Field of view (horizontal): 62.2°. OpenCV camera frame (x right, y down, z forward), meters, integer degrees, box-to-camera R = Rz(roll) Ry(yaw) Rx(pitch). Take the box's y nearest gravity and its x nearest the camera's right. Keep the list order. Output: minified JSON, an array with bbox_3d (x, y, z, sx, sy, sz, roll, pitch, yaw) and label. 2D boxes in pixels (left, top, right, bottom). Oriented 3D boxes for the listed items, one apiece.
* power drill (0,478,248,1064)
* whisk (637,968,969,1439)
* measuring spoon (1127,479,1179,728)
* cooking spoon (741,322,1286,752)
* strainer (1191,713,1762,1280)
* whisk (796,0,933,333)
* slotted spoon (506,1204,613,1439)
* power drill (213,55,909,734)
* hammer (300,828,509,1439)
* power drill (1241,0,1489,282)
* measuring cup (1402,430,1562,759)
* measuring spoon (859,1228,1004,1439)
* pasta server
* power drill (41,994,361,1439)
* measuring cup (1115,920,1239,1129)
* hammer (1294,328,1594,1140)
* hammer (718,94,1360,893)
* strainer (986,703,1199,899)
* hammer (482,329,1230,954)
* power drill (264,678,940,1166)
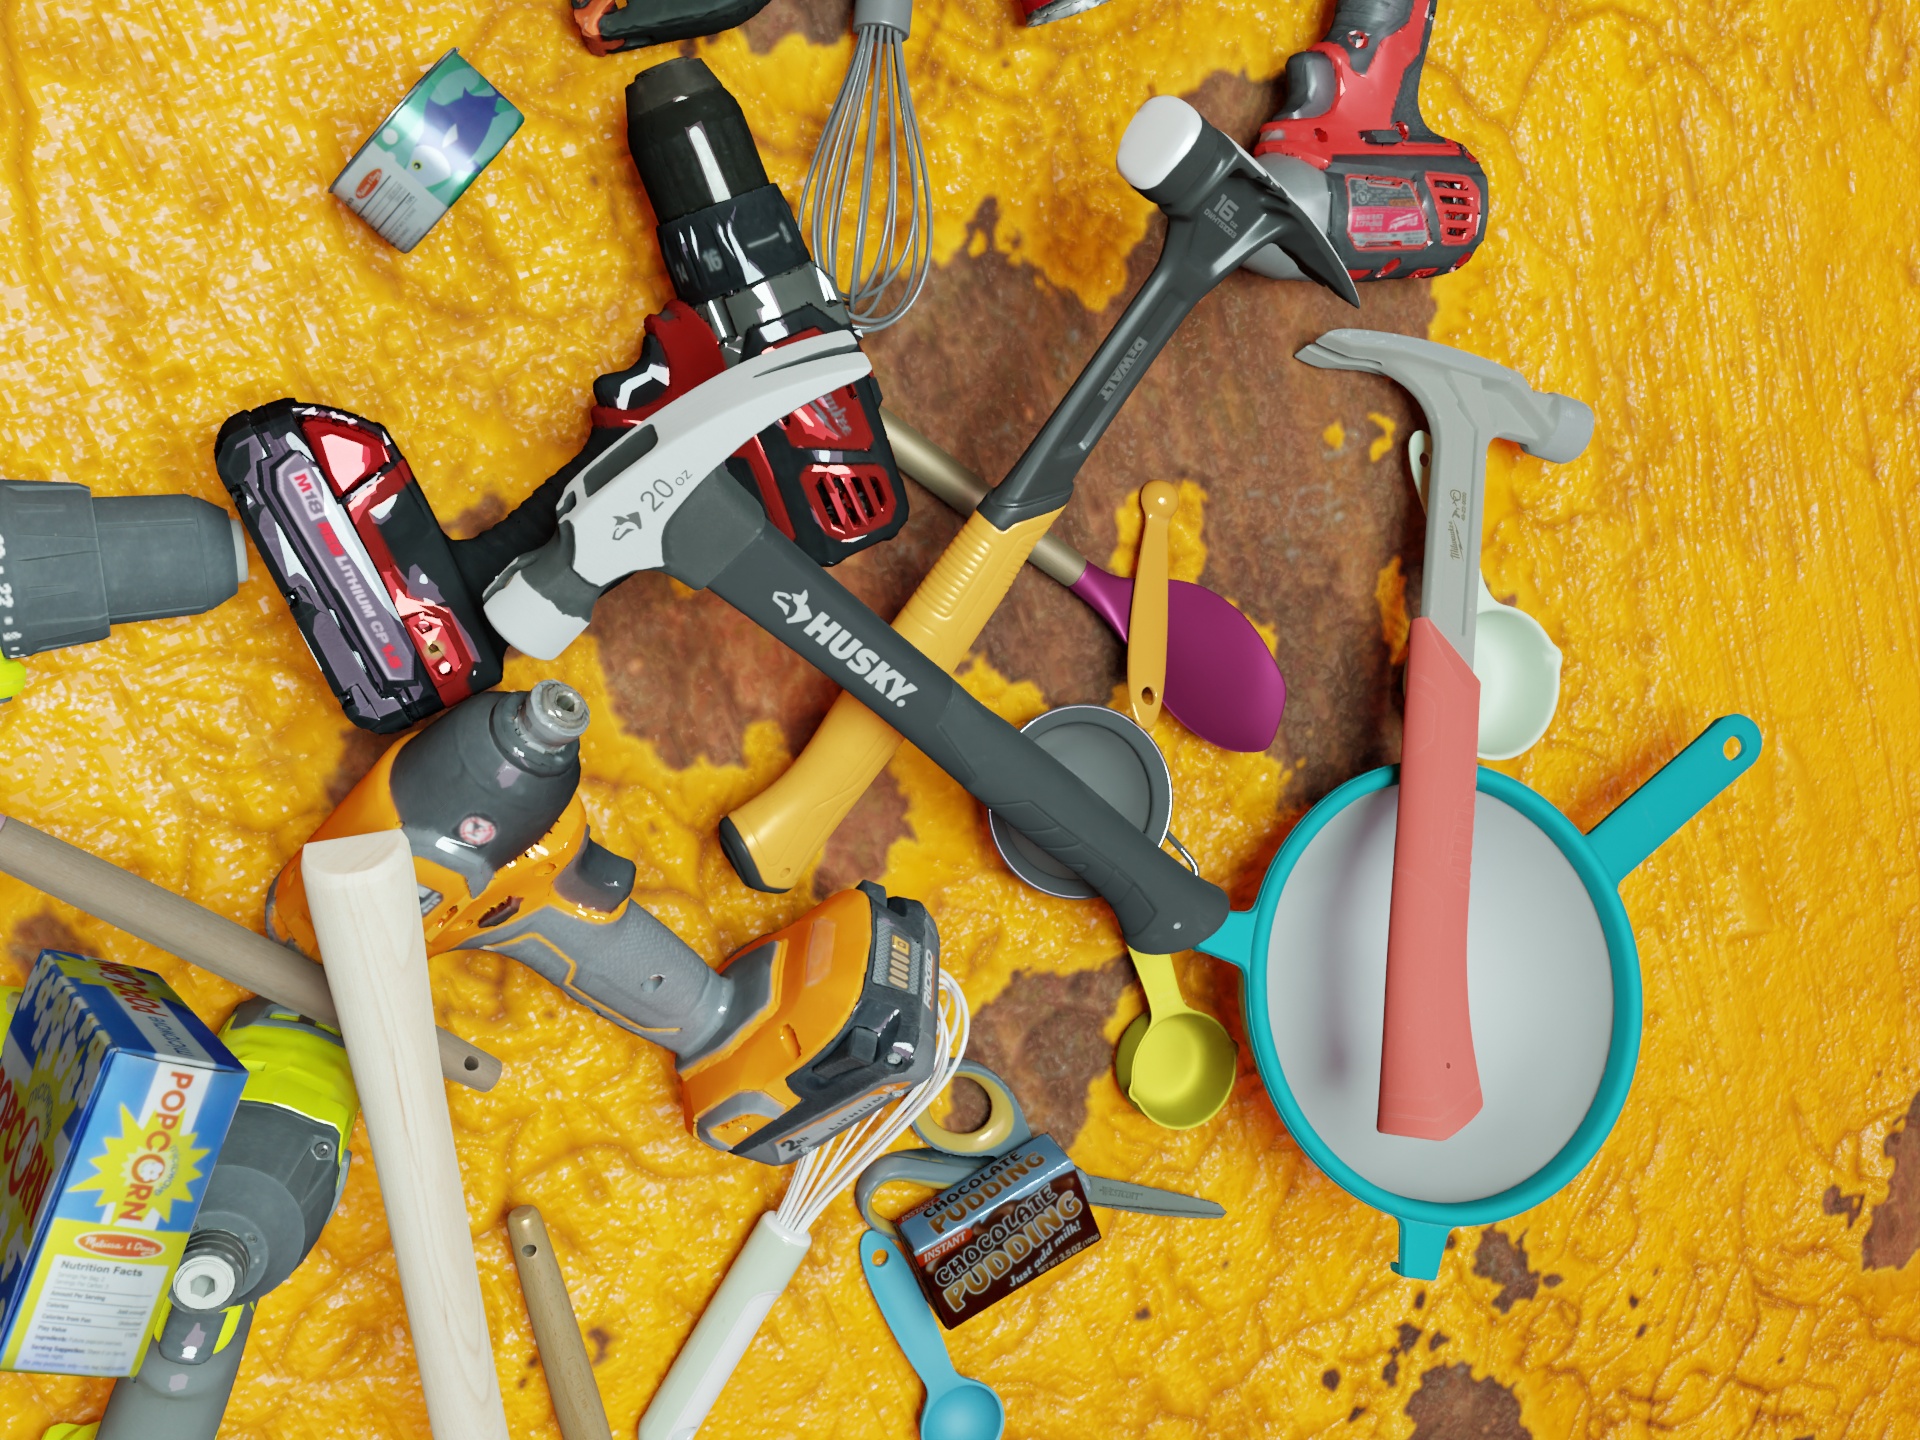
[{"bbox_3d":[-0.329,0.032,0.523,0.190,0.080,0.228,-8,101,-28],"label":"power drill"},{"bbox_3d":[-0.070,0.214,0.691,0.246,0.059,0.057,-59,143,0],"label":"whisk"},{"bbox_3d":[0.088,-0.053,0.710,0.021,0.011,0.117,14,75,-31],"label":"measuring spoon"},{"bbox_3d":[0.031,-0.079,0.696,0.318,0.017,0.069,33,65,-25],"label":"cooking spoon"},{"bbox_3d":[0.262,0.096,0.789,0.340,0.095,0.211,-33,92,-22],"label":"strainer"},{"bbox_3d":[-0.028,-0.270,0.620,0.055,0.055,0.239,4,94,-25],"label":"whisk"},{"bbox_3d":[-0.147,0.344,0.682,0.070,0.031,0.313,-14,106,-10],"label":"slotted spoon"},{"bbox_3d":[-0.143,-0.115,0.571,0.226,0.080,0.187,-26,109,-15],"label":"power drill"},{"bbox_3d":[-0.173,0.231,0.550,0.038,0.146,0.410,-10,114,-17],"label":"hammer"},{"bbox_3d":[0.160,-0.302,0.685,0.143,0.079,0.219,-9,106,-22],"label":"power drill"},{"bbox_3d":[0.242,-0.061,0.789,0.083,0.038,0.167,-22,98,-19],"label":"measuring cup"},{"bbox_3d":[-0.019,0.291,0.746,0.042,0.021,0.128,-27,100,-17],"label":"measuring spoon"},{"bbox_3d":[-0.273,0.049,0.495,0.316,0.040,0.060,38,62,-32],"label":"pasta server"},{"bbox_3d":[-0.264,0.220,0.535,0.080,0.171,0.223,20,95,-17],"label":"power drill"},{"bbox_3d":[0.087,0.118,0.760,0.062,0.029,0.156,-19,95,-20],"label":"measuring cup"},{"bbox_3d":[0.208,0.003,0.716,0.149,0.036,0.359,11,77,-16],"label":"hammer"},{"bbox_3d":[0.016,-0.064,0.616,0.127,0.034,0.337,20,113,-47],"label":"hammer"},{"bbox_3d":[-0.001,-0.002,0.685,0.258,0.050,0.087,36,83,-20],"label":"strainer"},{"bbox_3d":[0.001,-0.001,0.597,0.146,0.035,0.334,-43,126,12],"label":"hammer"},{"bbox_3d":[-0.116,0.074,0.586,0.226,0.084,0.164,31,129,-27],"label":"power drill"}]
